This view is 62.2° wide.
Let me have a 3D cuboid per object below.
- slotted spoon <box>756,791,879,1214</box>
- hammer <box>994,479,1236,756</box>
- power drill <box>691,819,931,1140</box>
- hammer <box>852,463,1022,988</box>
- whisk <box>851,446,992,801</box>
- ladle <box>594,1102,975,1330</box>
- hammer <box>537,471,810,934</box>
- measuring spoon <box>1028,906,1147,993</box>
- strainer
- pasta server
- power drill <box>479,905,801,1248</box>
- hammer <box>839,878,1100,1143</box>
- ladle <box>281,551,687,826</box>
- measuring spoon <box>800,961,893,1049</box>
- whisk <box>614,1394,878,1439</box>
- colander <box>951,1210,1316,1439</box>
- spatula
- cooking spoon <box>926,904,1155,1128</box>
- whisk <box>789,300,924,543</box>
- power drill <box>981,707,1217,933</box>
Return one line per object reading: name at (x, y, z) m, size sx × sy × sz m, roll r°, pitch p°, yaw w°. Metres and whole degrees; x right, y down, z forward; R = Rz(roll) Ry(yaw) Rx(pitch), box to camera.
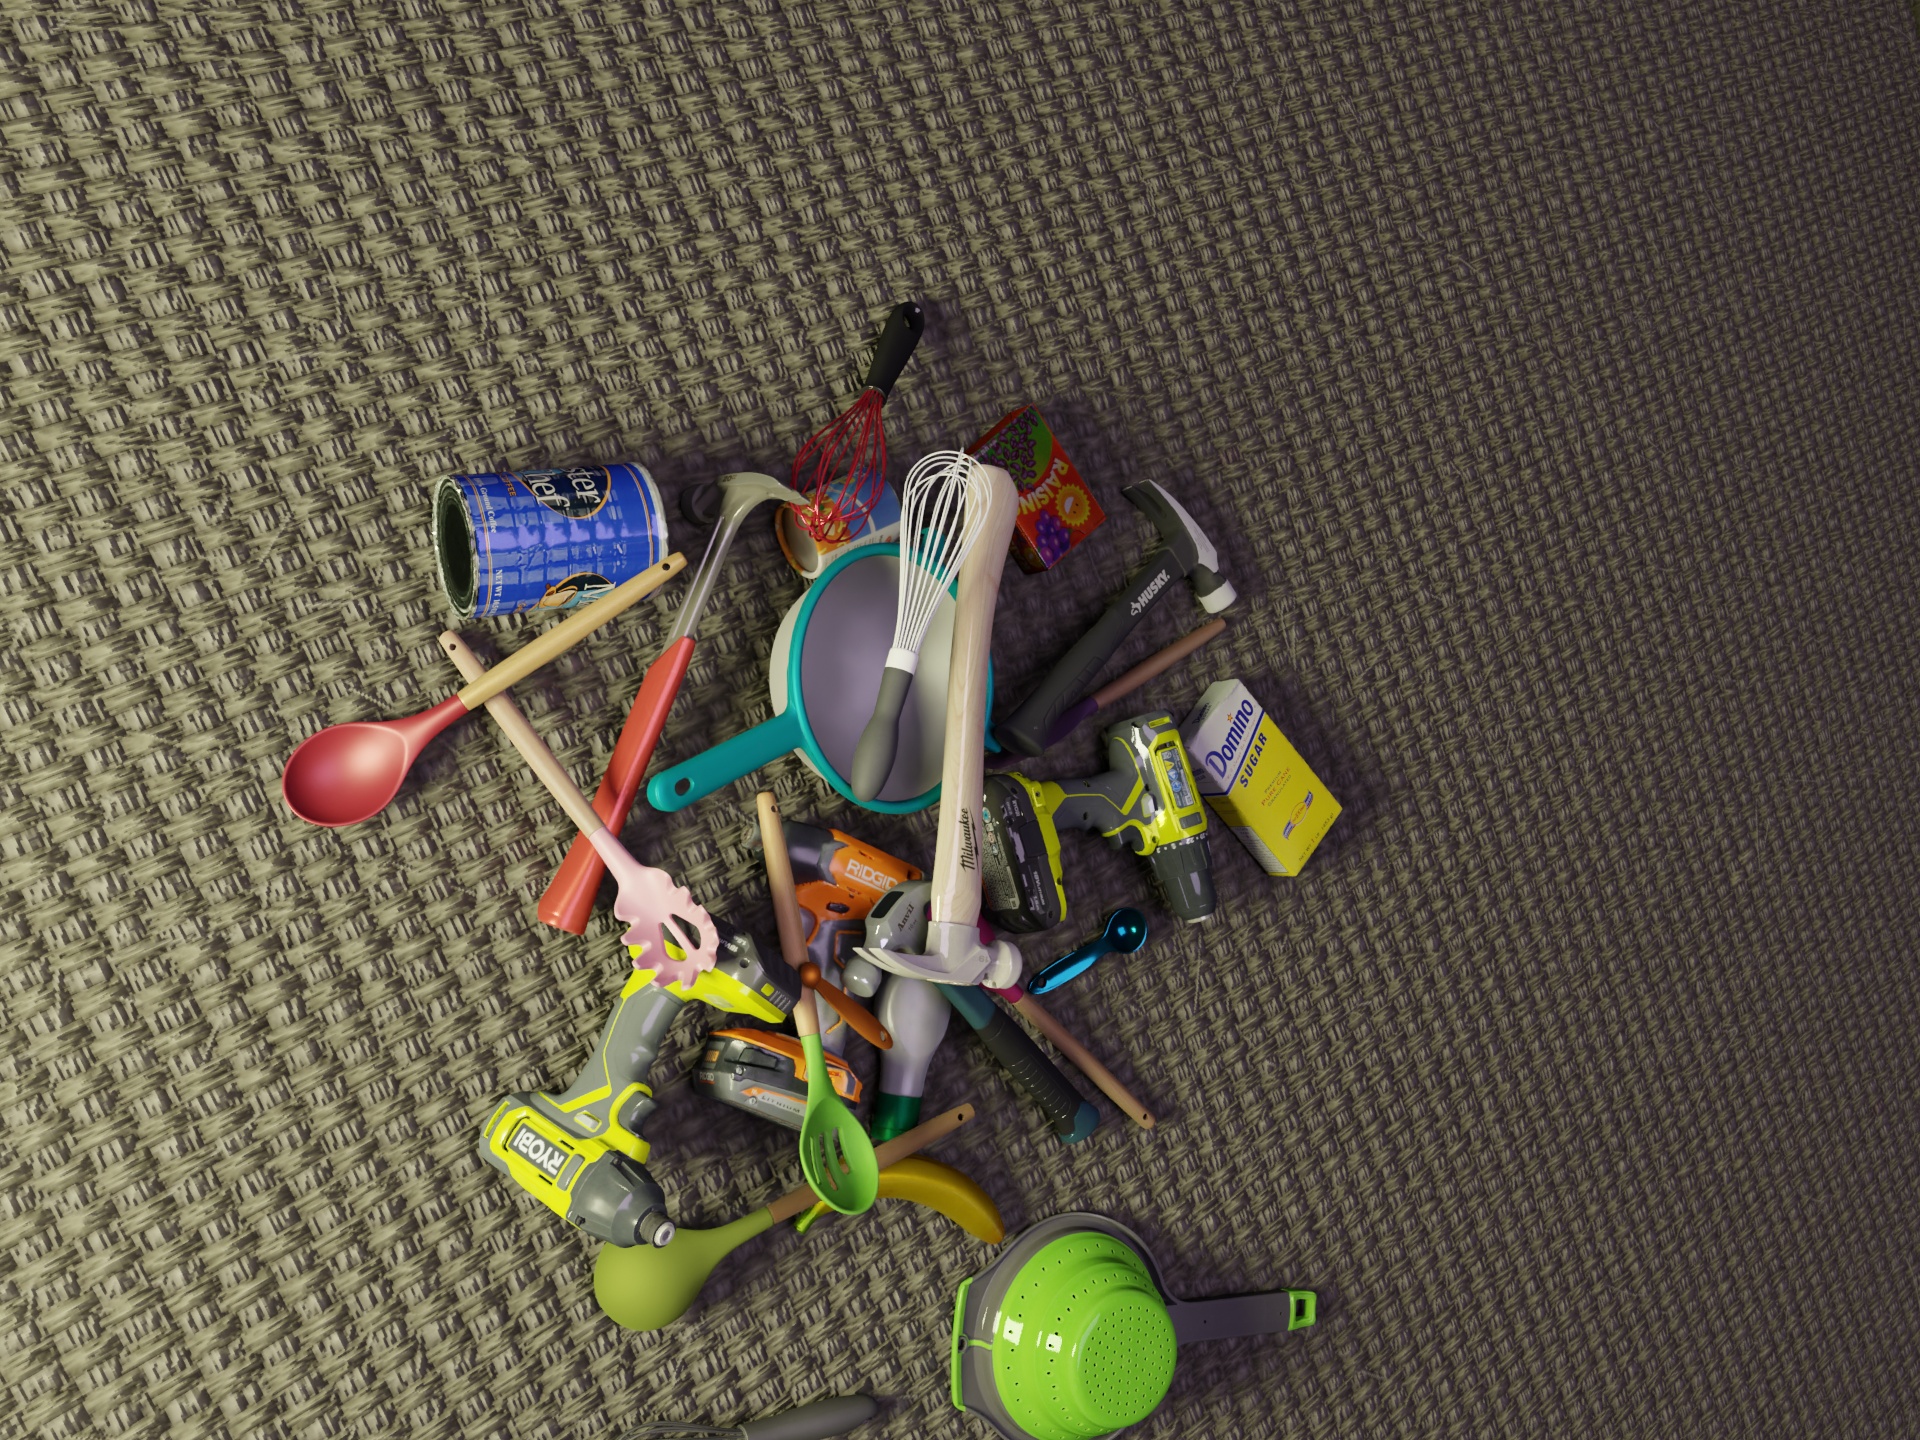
slotted spoon at (-0.115, 0.206, 1.175) m, size 0.070 × 0.031 × 0.314 m, roll -2°, pitch 77°, yaw -50°
hammer at (0.127, -0.081, 1.393) m, size 0.146 × 0.035 × 0.335 m, roll 55°, pitch 50°, yaw -15°
power drill at (-0.126, 0.192, 1.234) m, size 0.164 × 0.084 × 0.227 m, roll 28°, pitch 68°, yaw -26°
hammer at (-0.002, -0.004, 1.236) m, size 0.146 × 0.038 × 0.411 m, roll 15°, pitch 74°, yaw -41°
whisk at (-0.036, -0.074, 1.206) m, size 0.070 × 0.070 × 0.285 m, roll 21°, pitch 78°, yaw -28°
ladle at (-0.128, 0.367, 1.220) m, size 0.320 × 0.062 × 0.078 m, roll -21°, pitch 87°, yaw -28°
hammer at (-0.220, -0.015, 1.169) m, size 0.036 × 0.149 × 0.359 m, roll 27°, pitch 79°, yaw -35°
measuring spoon at (0.109, 0.206, 1.413) m, size 0.128 × 0.021 × 0.042 m, roll -28°, pitch 104°, yaw -20°
strainer at (-0.120, -0.008, 1.221) m, size 0.340 × 0.095 × 0.211 m, roll -29°, pitch 108°, yaw -40°
pasta server at (-0.271, 0.056, 1.106) m, size 0.060 × 0.040 × 0.316 m, roll -39°, pitch 79°, yaw -3°
power drill at (-0.215, 0.245, 1.112) m, size 0.223 × 0.171 × 0.080 m, roll -59°, pitch 143°, yaw -16°
hammer at (0.025, 0.249, 1.297) m, size 0.330 × 0.033 × 0.128 m, roll 52°, pitch 53°, yaw -34°
ladle at (-0.325, -0.029, 1.108) m, size 0.315 × 0.031 × 0.069 m, roll -34°, pitch 91°, yaw -9°
measuring spoon at (-0.081, 0.214, 1.188) m, size 0.116 × 0.011 × 0.021 m, roll 48°, pitch 35°, yaw -36°
whisk at (-0.164, 0.542, 1.204) m, size 0.238 × 0.055 × 0.055 m, roll 3°, pitch 85°, yaw -35°
colander at (0.184, 0.536, 1.384) m, size 0.396 × 0.094 × 0.204 m, roll 7°, pitch 83°, yaw -30°
spatula at (0.137, -0.025, 1.428) m, size 0.316 × 0.060 × 0.018 m, roll -31°, pitch 109°, yaw -34°
cooking spoon at (0.066, 0.254, 1.375) m, size 0.318 × 0.017 × 0.069 m, roll 46°, pitch 72°, yaw -19°
whisk at (-0.075, -0.245, 1.267) m, size 0.073 × 0.073 × 0.296 m, roll 38°, pitch 46°, yaw -23°
power drill at (0.122, 0.105, 1.383) m, size 0.228 × 0.080 × 0.190 m, roll -15°, pitch 87°, yaw -33°
